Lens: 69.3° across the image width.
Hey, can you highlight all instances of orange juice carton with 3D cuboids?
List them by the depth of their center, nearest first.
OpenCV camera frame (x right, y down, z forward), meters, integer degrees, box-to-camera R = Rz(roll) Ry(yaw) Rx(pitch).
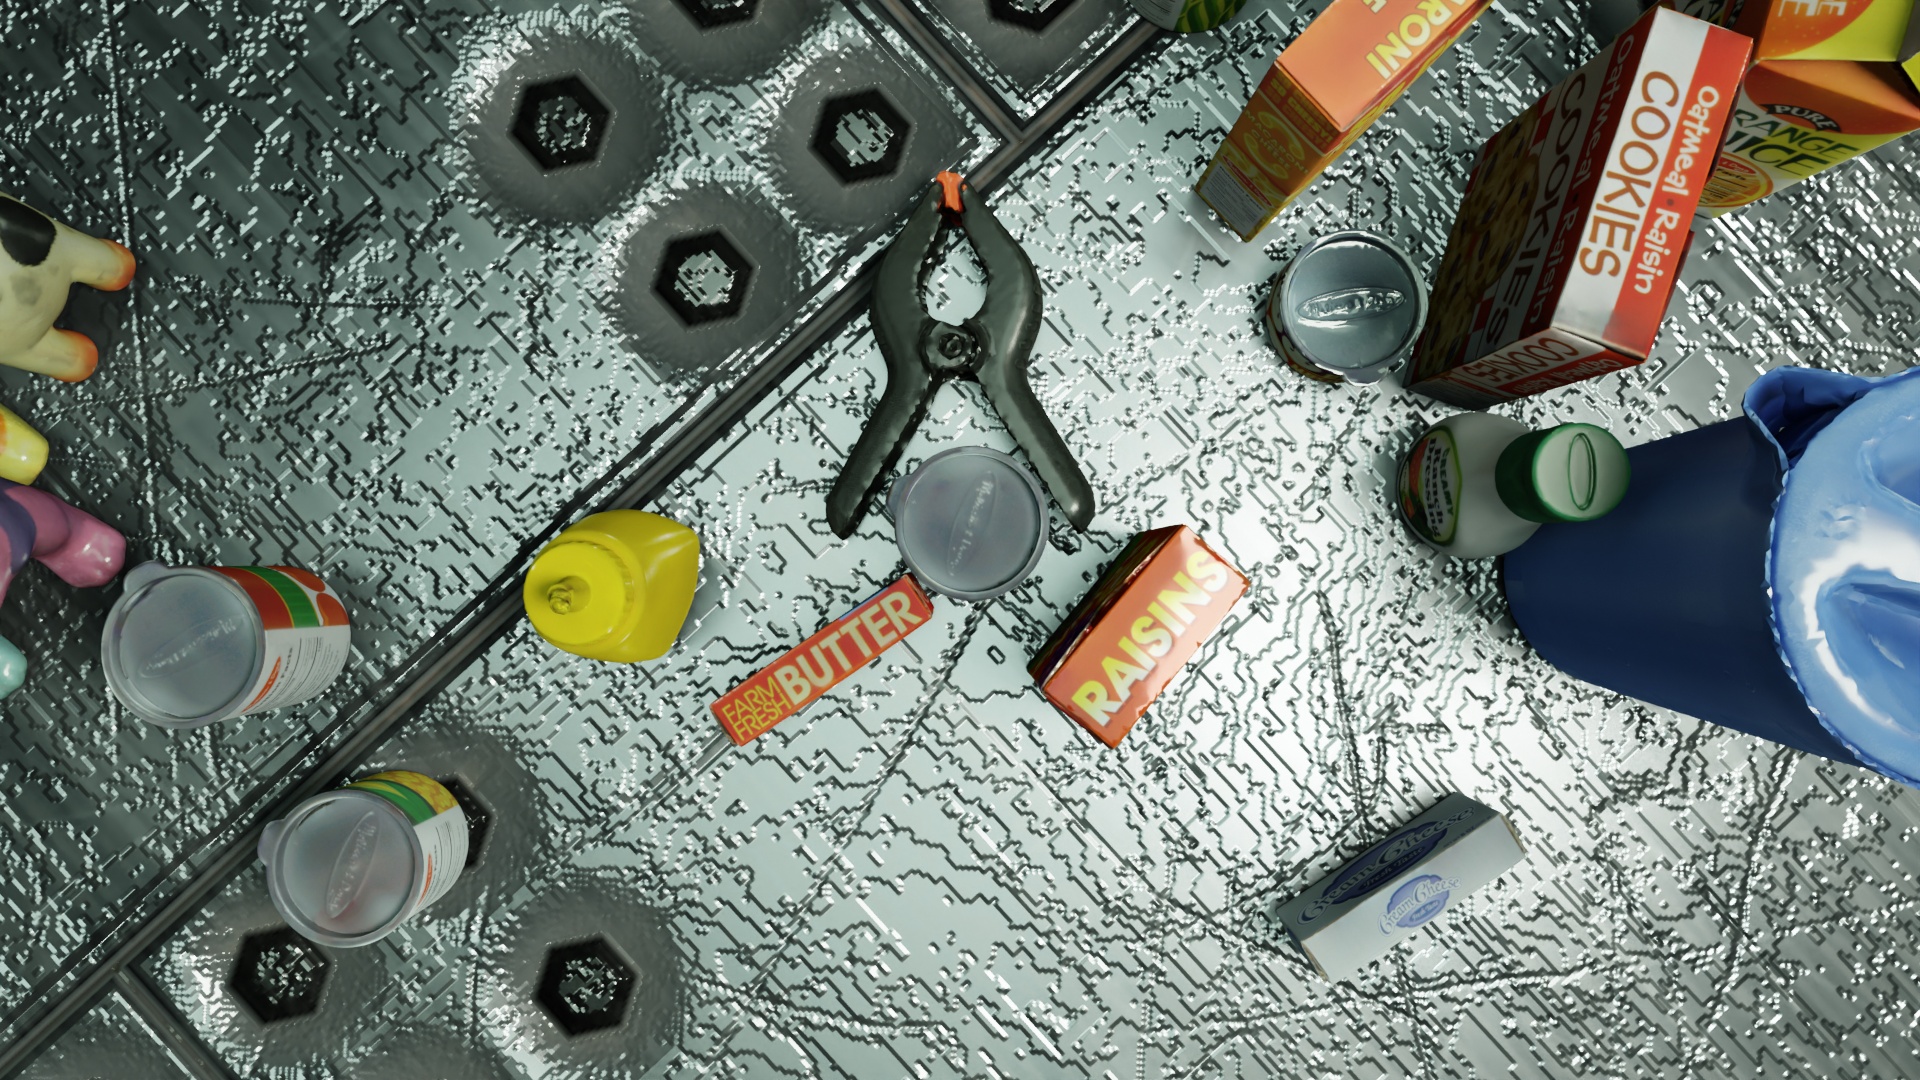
[{"bbox_3d":[0.330,-0.195,0.557,0.073,0.192,0.072,18,89,0],"label":"orange juice carton"}]

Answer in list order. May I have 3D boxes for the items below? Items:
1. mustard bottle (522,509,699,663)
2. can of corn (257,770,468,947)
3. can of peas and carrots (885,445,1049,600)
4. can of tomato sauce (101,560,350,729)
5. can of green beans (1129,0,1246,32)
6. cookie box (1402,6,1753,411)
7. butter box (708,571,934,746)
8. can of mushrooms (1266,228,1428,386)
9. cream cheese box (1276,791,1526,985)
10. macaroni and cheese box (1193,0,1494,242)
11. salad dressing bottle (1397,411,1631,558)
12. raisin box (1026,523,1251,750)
[{"bbox_3d":[-0.143,0.019,0.564,0.049,0.160,0.065,15,89,0],"label":"mustard bottle"},{"bbox_3d":[-0.261,0.137,0.611,0.071,0.058,0.071,0,89,0],"label":"can of corn"},{"bbox_3d":[0.002,-0.008,0.617,0.071,0.058,0.071,0,89,0],"label":"can of peas and carrots"},{"bbox_3d":[-0.315,0.042,0.601,0.071,0.083,0.071,0,89,0],"label":"can of tomato sauce"},{"bbox_3d":[0.107,-0.271,0.625,0.071,0.058,0.071,0,89,0],"label":"can of green beans"},{"bbox_3d":[0.243,-0.124,0.567,0.040,0.167,0.123,19,89,0],"label":"cookie box"},{"bbox_3d":[-0.059,0.052,0.617,0.103,0.053,0.024,-34,89,-1],"label":"butter box"},{"bbox_3d":[0.175,-0.103,0.633,0.071,0.033,0.071,0,89,0],"label":"can of mushrooms"},{"bbox_3d":[0.193,0.153,0.616,0.104,0.053,0.024,-33,89,-1],"label":"cream cheese box"},{"bbox_3d":[0.166,-0.195,0.569,0.124,0.166,0.040,-45,90,-1],"label":"macaroni and cheese box"},{"bbox_3d":[0.225,-0.025,0.574,0.044,0.147,0.064,-1,89,0],"label":"salad dressing bottle"},{"bbox_3d":[0.070,0.037,0.583,0.040,0.123,0.086,41,89,0],"label":"raisin box"}]
